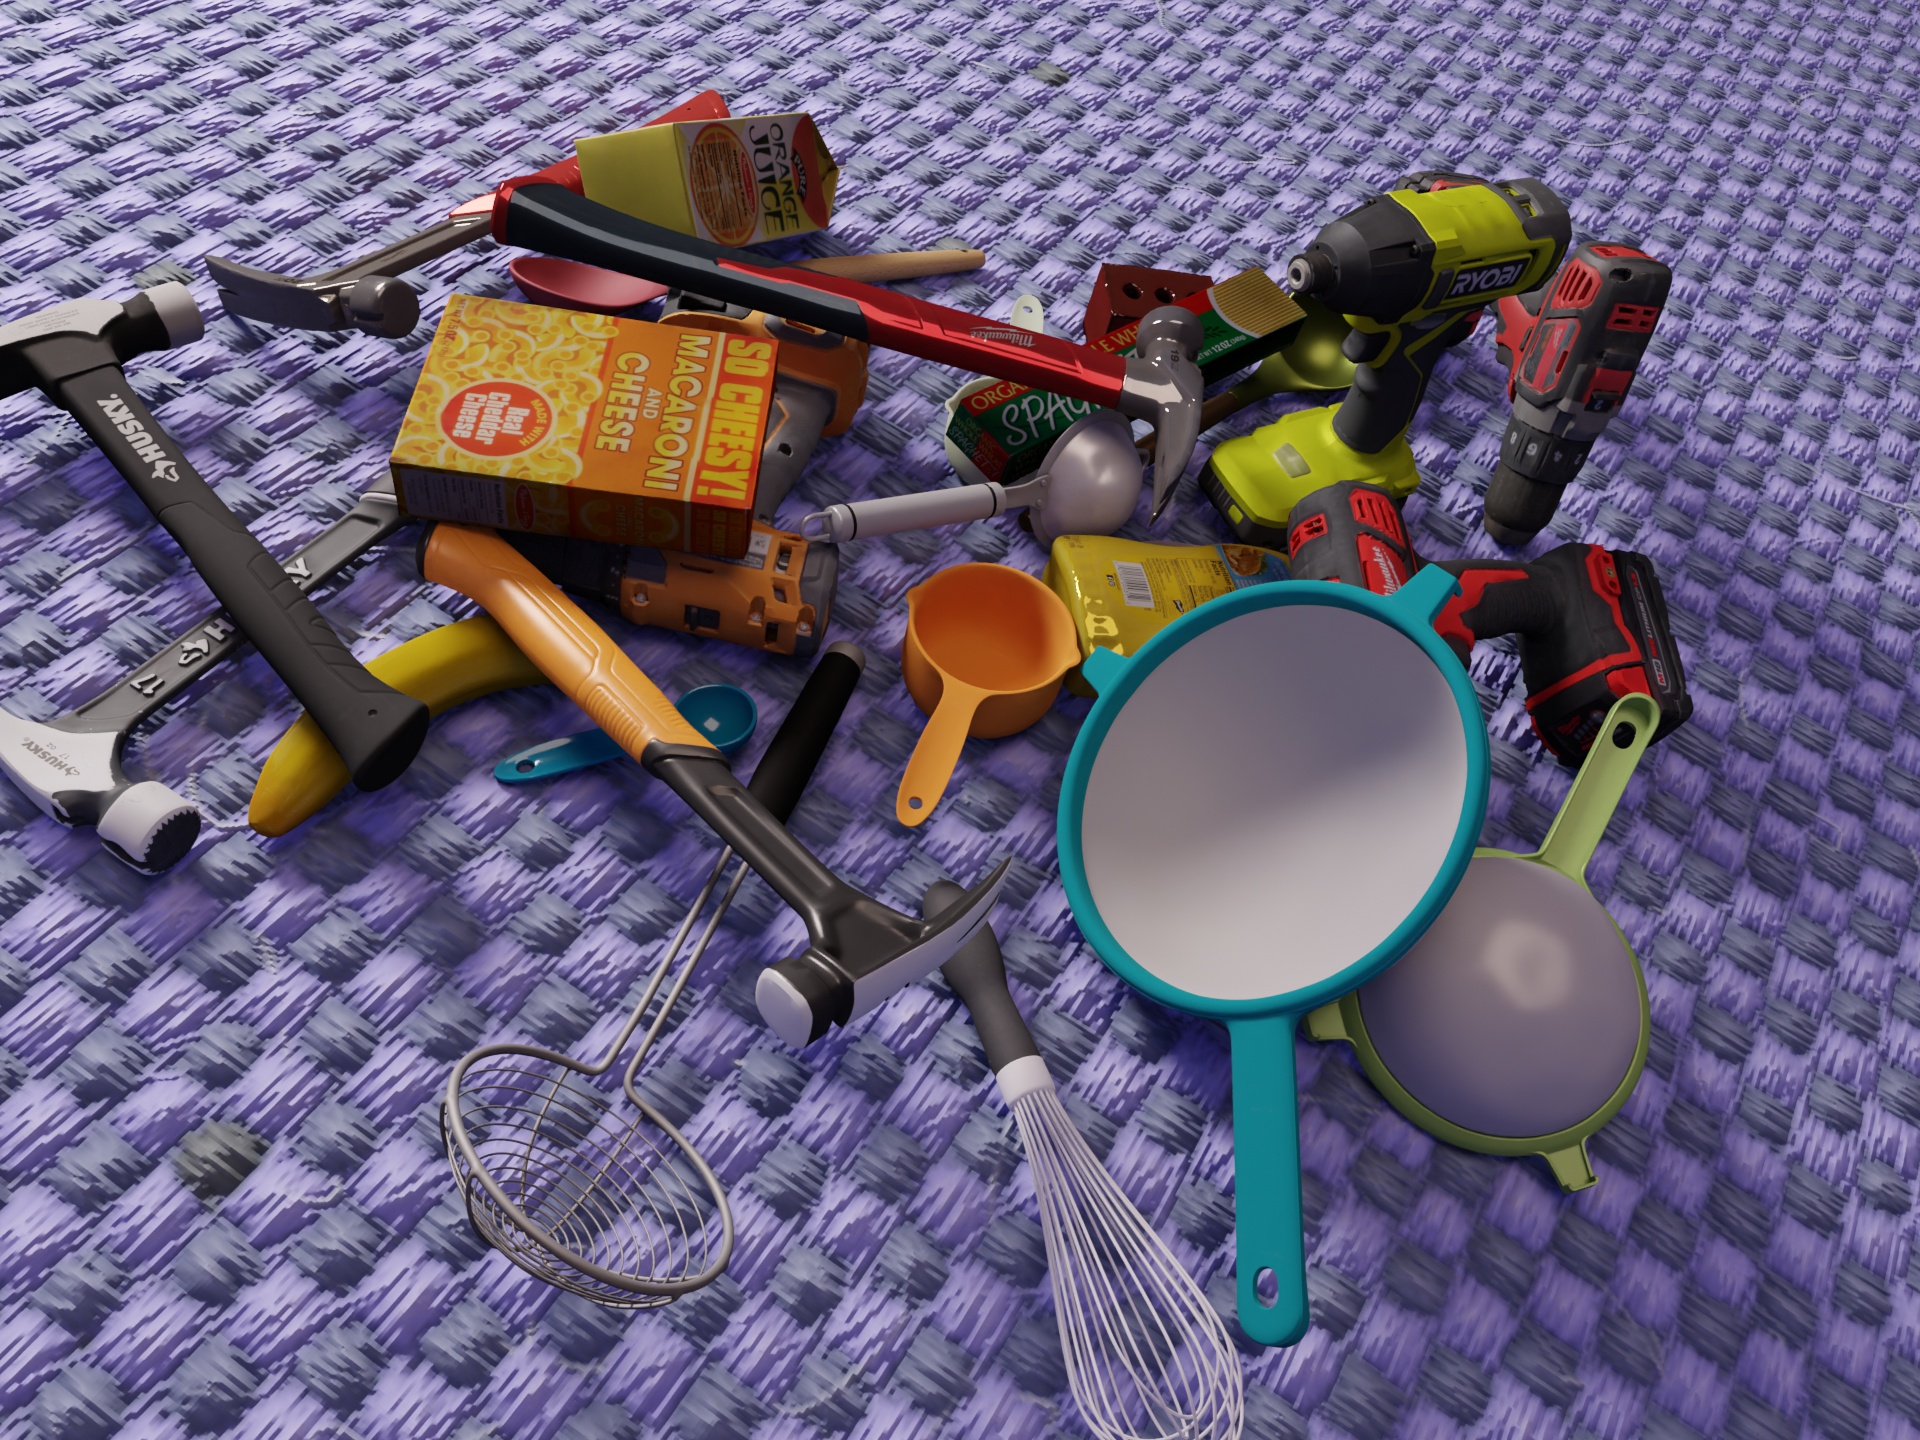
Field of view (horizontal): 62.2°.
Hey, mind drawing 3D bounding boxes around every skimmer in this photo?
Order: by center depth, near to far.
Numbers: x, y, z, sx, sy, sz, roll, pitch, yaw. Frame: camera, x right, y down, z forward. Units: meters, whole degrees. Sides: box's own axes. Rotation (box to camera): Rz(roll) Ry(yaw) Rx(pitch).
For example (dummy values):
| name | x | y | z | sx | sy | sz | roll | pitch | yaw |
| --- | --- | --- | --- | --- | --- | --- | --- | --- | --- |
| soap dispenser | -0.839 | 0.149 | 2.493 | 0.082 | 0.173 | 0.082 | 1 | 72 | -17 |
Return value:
| name | x | y | z | sx | sy | sz | roll | pitch | yaw |
| --- | --- | --- | --- | --- | --- | --- | --- | --- | --- |
| skimmer | -0.099 | 0.079 | 0.690 | 0.127 | 0.090 | 0.363 | 36 | 48 | -13 |

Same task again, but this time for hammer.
| name | x | y | z | sx | sy | sz | roll | pitch | yaw |
| --- | --- | --- | --- | --- | --- | --- | --- | --- | --- |
| hammer | -0.131 | 0.002 | 0.713 | 0.337 | 0.034 | 0.127 | 40 | 45 | 25 |
| hammer | -0.357 | -0.087 | 0.742 | 0.146 | 0.035 | 0.335 | -31 | 64 | -33 |
| hammer | -0.308 | -0.099 | 0.809 | 0.149 | 0.036 | 0.409 | 30 | 51 | 10 |
| hammer | -0.059 | -0.208 | 0.844 | 0.386 | 0.038 | 0.143 | 14 | 53 | -5 |
| hammer | -0.270 | -0.318 | 0.970 | 0.149 | 0.036 | 0.359 | 16 | 42 | 28 |

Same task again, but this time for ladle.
| name | x | y | z | sx | sy | sz | roll | pitch | yaw |
| --- | --- | --- | --- | --- | --- | --- | --- | --- | --- |
| ladle | 0.157 | -0.196 | 0.993 | 0.320 | 0.062 | 0.078 | -33 | 81 | -30 |
| ladle | -0.124 | -0.280 | 1.000 | 0.315 | 0.031 | 0.069 | -12 | 42 | -26 |

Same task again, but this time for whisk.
| name | x | y | z | sx | sy | sz | roll | pitch | yaw |
| --- | --- | --- | --- | --- | --- | --- | --- | --- | --- |
| whisk | 0.039 | 0.182 | 0.673 | 0.070 | 0.070 | 0.285 | -10 | 52 | -22 |

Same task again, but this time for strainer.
| name | x | y | z | sx | sy | sz | roll | pitch | yaw |
| --- | --- | --- | --- | --- | --- | --- | --- | --- | --- |
| strainer | 0.154 | 0.105 | 0.724 | 0.095 | 0.211 | 0.341 | 32 | 53 | -48 |
| strainer | 0.286 | 0.081 | 0.758 | 0.151 | 0.069 | 0.256 | 31 | 71 | 10 |
| strainer | 0.023 | -0.118 | 0.860 | 0.258 | 0.086 | 0.050 | -14 | 39 | -35 |

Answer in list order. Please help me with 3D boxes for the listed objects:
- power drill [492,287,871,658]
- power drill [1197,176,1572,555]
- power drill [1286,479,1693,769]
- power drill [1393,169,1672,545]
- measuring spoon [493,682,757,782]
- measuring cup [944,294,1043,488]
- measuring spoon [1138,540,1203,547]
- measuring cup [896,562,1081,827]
| name | x | y | z | sx | sy | sz | roll | pitch | yaw |
| --- | --- | --- | --- | --- | --- | --- | --- | --- | --- |
| power drill | -0.146 | -0.145 | 0.861 | 0.185 | 0.084 | 0.226 | 12 | 56 | -4 |
| power drill | 0.225 | -0.197 | 0.902 | 0.171 | 0.223 | 0.080 | -17 | 59 | -25 |
| power drill | 0.278 | -0.042 | 0.854 | 0.219 | 0.078 | 0.143 | 9 | 63 | -24 |
| power drill | 0.342 | -0.239 | 1.023 | 0.080 | 0.187 | 0.227 | 0 | 35 | -20 |
| measuring spoon | -0.161 | 0.014 | 0.775 | 0.128 | 0.021 | 0.042 | -15 | 51 | -14 |
| measuring cup | 0.032 | -0.199 | 0.974 | 0.083 | 0.038 | 0.168 | 13 | 49 | -5 |
| measuring spoon | 0.160 | -0.087 | 0.938 | 0.124 | 0.018 | 0.034 | 11 | 65 | 1 |
| measuring cup | -0.001 | -0.003 | 0.805 | 0.095 | 0.052 | 0.174 | 21 | 53 | 3 |
